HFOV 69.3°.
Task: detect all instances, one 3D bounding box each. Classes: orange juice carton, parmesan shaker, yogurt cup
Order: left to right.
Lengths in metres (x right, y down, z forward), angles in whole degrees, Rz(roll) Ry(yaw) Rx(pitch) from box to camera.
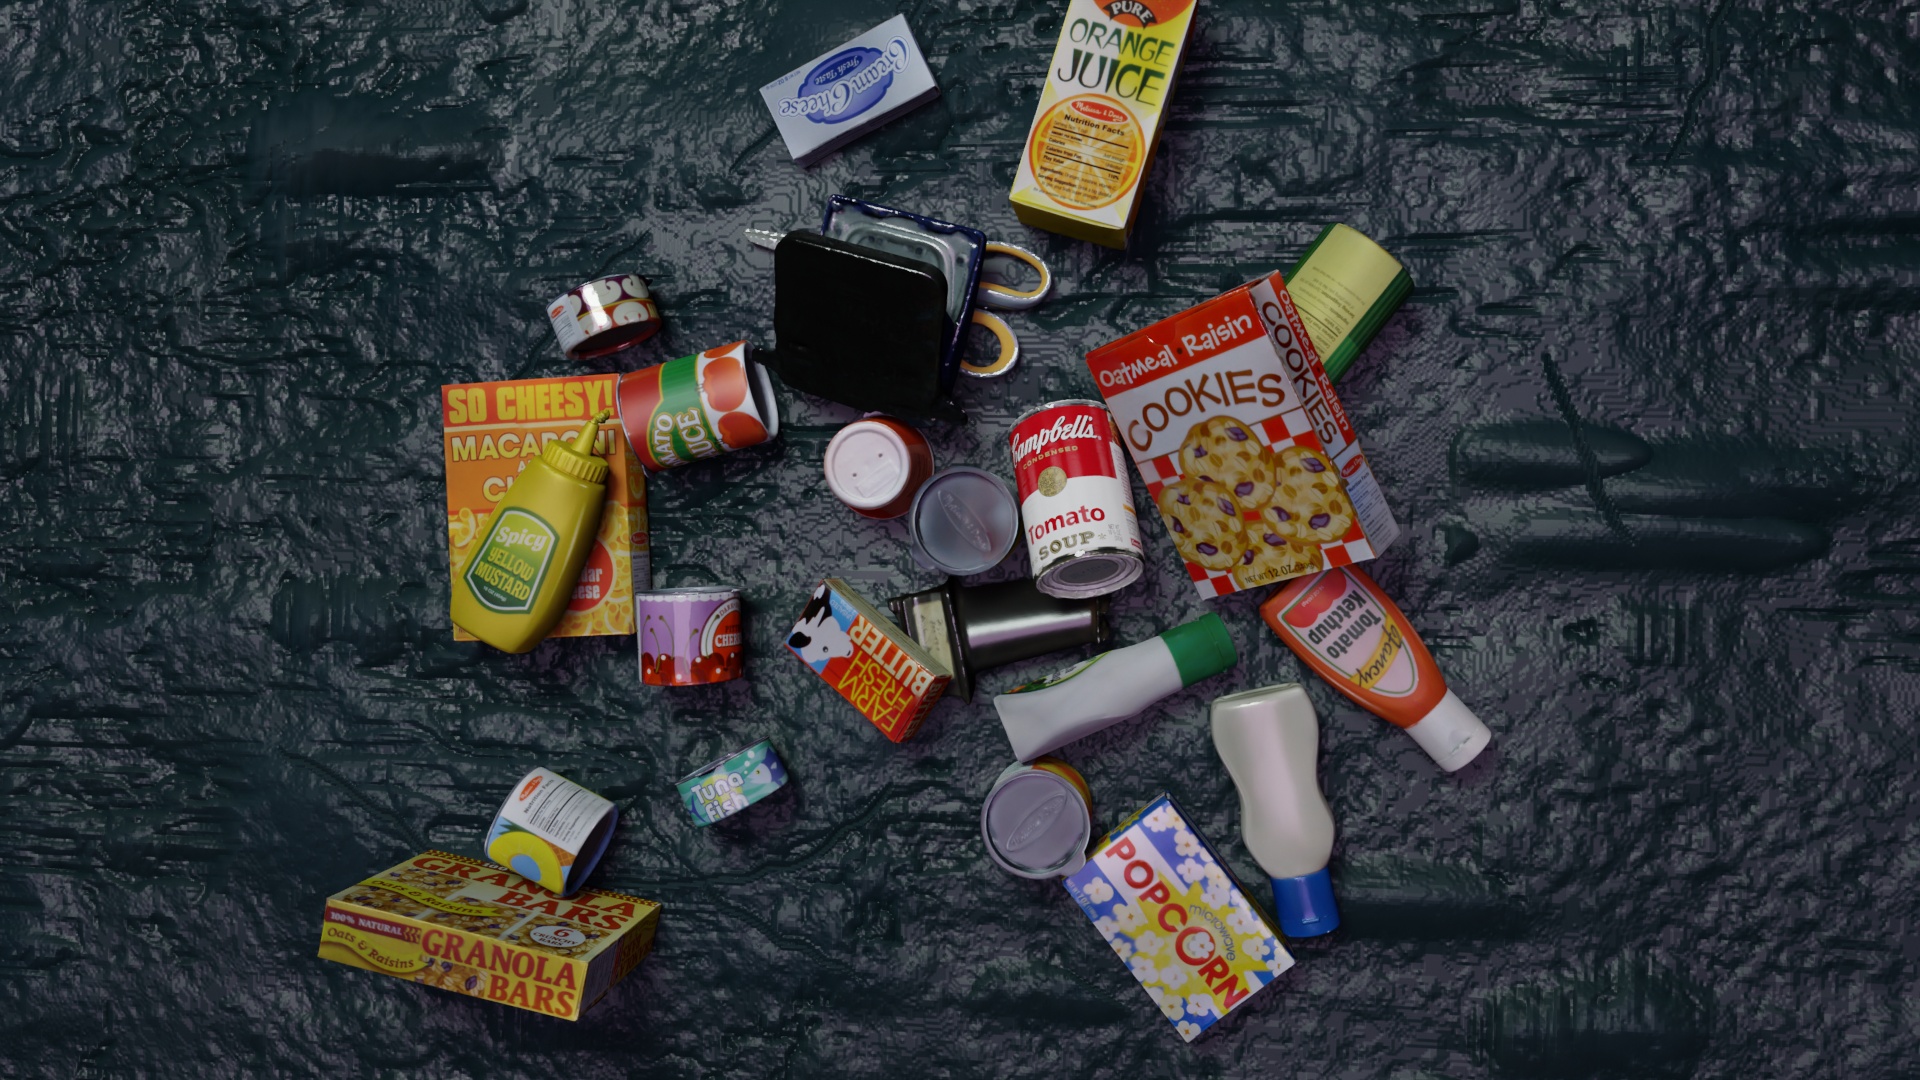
[{"bbox_3d":[-0.054,-0.047,0.872,0.072,0.054,0.072,0,91,7],"label":"yogurt cup"},{"bbox_3d":[0.094,-0.282,0.843,0.073,0.072,0.192,18,93,7],"label":"orange juice carton"},{"bbox_3d":[0.215,-0.128,0.831,0.071,0.071,0.103,39,94,5],"label":"parmesan shaker"}]

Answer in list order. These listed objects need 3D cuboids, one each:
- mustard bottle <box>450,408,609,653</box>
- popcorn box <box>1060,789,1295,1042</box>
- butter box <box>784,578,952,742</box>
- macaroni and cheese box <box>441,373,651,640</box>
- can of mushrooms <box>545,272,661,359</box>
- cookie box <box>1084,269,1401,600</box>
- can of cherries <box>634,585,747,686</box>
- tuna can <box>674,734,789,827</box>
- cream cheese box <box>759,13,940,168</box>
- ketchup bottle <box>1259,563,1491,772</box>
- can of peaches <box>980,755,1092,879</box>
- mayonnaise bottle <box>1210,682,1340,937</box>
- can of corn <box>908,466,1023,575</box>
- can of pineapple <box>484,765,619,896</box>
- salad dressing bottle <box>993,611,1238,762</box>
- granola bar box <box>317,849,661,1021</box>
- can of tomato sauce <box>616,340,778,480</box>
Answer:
[{"bbox_3d":[-0.257,-0.011,0.859,0.065,0.049,0.160,26,95,5],"label":"mustard bottle"},{"bbox_3d":[0.133,0.230,0.857,0.085,0.038,0.127,-39,86,6],"label":"popcorn box"},{"bbox_3d":[-0.059,0.074,0.871,0.104,0.024,0.053,39,107,21],"label":"butter box"},{"bbox_3d":[-0.269,-0.021,0.907,0.124,0.040,0.166,-3,91,7],"label":"macaroni and cheese box"},{"bbox_3d":[-0.225,-0.143,0.888,0.071,0.071,0.033,-22,88,7],"label":"can of mushrooms"},{"bbox_3d":[0.160,-0.057,0.804,0.122,0.040,0.167,-19,101,46],"label":"cookie box"},{"bbox_3d":[-0.169,0.060,0.880,0.071,0.071,0.058,-2,91,7],"label":"can of cherries"},{"bbox_3d":[-0.144,0.152,0.876,0.071,0.071,0.033,-27,89,7],"label":"tuna can"},{"bbox_3d":[-0.070,-0.287,0.888,0.104,0.024,0.053,-26,89,7],"label":"cream cheese box"},{"bbox_3d":[0.254,0.074,0.839,0.064,0.043,0.149,-45,86,6],"label":"ketchup bottle"},{"bbox_3d":[0.050,0.171,0.858,0.071,0.058,0.071,0,90,7],"label":"can of peaches"},{"bbox_3d":[0.197,0.165,0.849,0.065,0.041,0.148,-13,90,9],"label":"mayonnaise bottle"},{"bbox_3d":[0.003,-0.011,0.863,0.071,0.058,0.071,0,91,7],"label":"can of corn"},{"bbox_3d":[-0.262,0.188,0.895,0.058,0.071,0.071,26,94,6],"label":"can of pineapple"},{"bbox_3d":[0.096,0.088,0.853,0.148,0.064,0.044,-23,82,-1],"label":"salad dressing bottle"},{"bbox_3d":[-0.289,0.243,0.868,0.166,0.124,0.039,11,93,7],"label":"granola bar box"},{"bbox_3d":[-0.165,-0.083,0.879,0.083,0.071,0.071,-15,89,7],"label":"can of tomato sauce"}]
